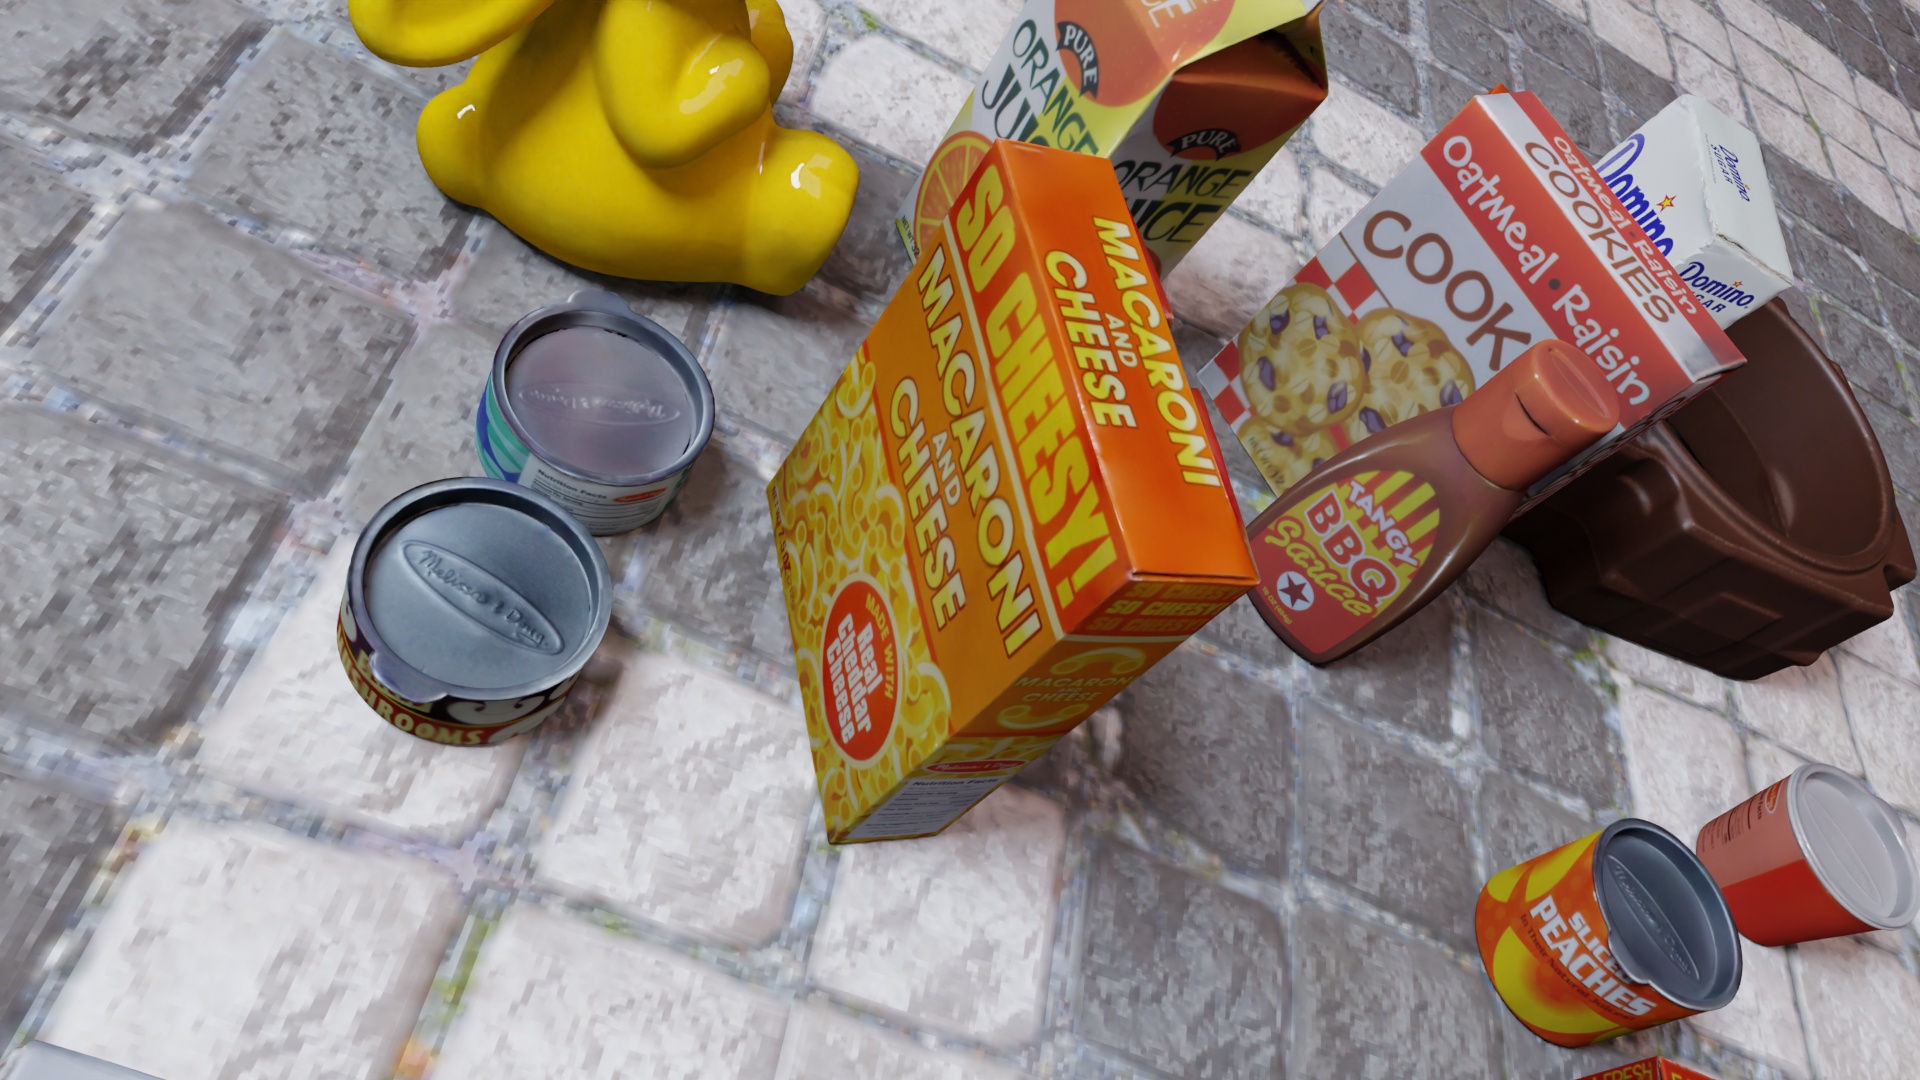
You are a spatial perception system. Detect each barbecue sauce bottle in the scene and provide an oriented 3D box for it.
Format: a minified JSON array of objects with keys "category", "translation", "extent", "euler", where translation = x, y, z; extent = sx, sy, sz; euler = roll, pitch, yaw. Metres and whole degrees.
[{"category":"barbecue sauce bottle","translation":[0.162,-0.014,0.492],"extent":[0.044,0.147,0.065],"euler":[-25,75,-40]}]

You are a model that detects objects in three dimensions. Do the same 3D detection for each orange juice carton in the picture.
[{"category":"orange juice carton","translation":[0.056,-0.147,0.488],"extent":[0.073,0.191,0.072],"euler":[-6,64,-34]}]

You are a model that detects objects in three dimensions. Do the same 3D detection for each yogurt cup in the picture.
[{"category":"yogurt cup","translation":[0.342,0.132,0.567],"extent":[0.072,0.053,0.073],"euler":[15,53,-22]}]

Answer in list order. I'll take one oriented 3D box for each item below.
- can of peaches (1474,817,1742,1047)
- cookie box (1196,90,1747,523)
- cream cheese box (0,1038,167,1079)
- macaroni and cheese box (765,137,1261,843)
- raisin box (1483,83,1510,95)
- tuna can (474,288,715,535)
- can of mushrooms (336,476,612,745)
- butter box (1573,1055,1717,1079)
[{"category":"can of peaches","translation":[0.225,0.140,0.488],"extent":[0.071,0.057,0.071],"euler":[15,53,-22]},{"category":"cookie box","translation":[0.181,-0.065,0.525],"extent":[0.040,0.166,0.123],"euler":[-18,71,-38]},{"category":"cream cheese box","translation":[-0.140,0.133,0.277],"extent":[0.104,0.053,0.024],"euler":[26,50,-14]},{"category":"macaroni and cheese box","translation":[0.001,-0.005,0.378],"extent":[0.040,0.165,0.124],"euler":[2,59,-30]},{"category":"raisin box","translation":[0.191,-0.129,0.603],"extent":[0.040,0.122,0.086],"euler":[43,48,1]},{"category":"tuna can","translation":[-0.112,-0.039,0.422],"extent":[0.071,0.032,0.071],"euler":[15,53,-22]},{"category":"can of mushrooms","translation":[-0.131,0.020,0.371],"extent":[0.071,0.033,0.071],"euler":[15,53,-22]},{"category":"butter box","translation":[0.253,0.205,0.465],"extent":[0.103,0.053,0.024],"euler":[26,50,-14]}]
